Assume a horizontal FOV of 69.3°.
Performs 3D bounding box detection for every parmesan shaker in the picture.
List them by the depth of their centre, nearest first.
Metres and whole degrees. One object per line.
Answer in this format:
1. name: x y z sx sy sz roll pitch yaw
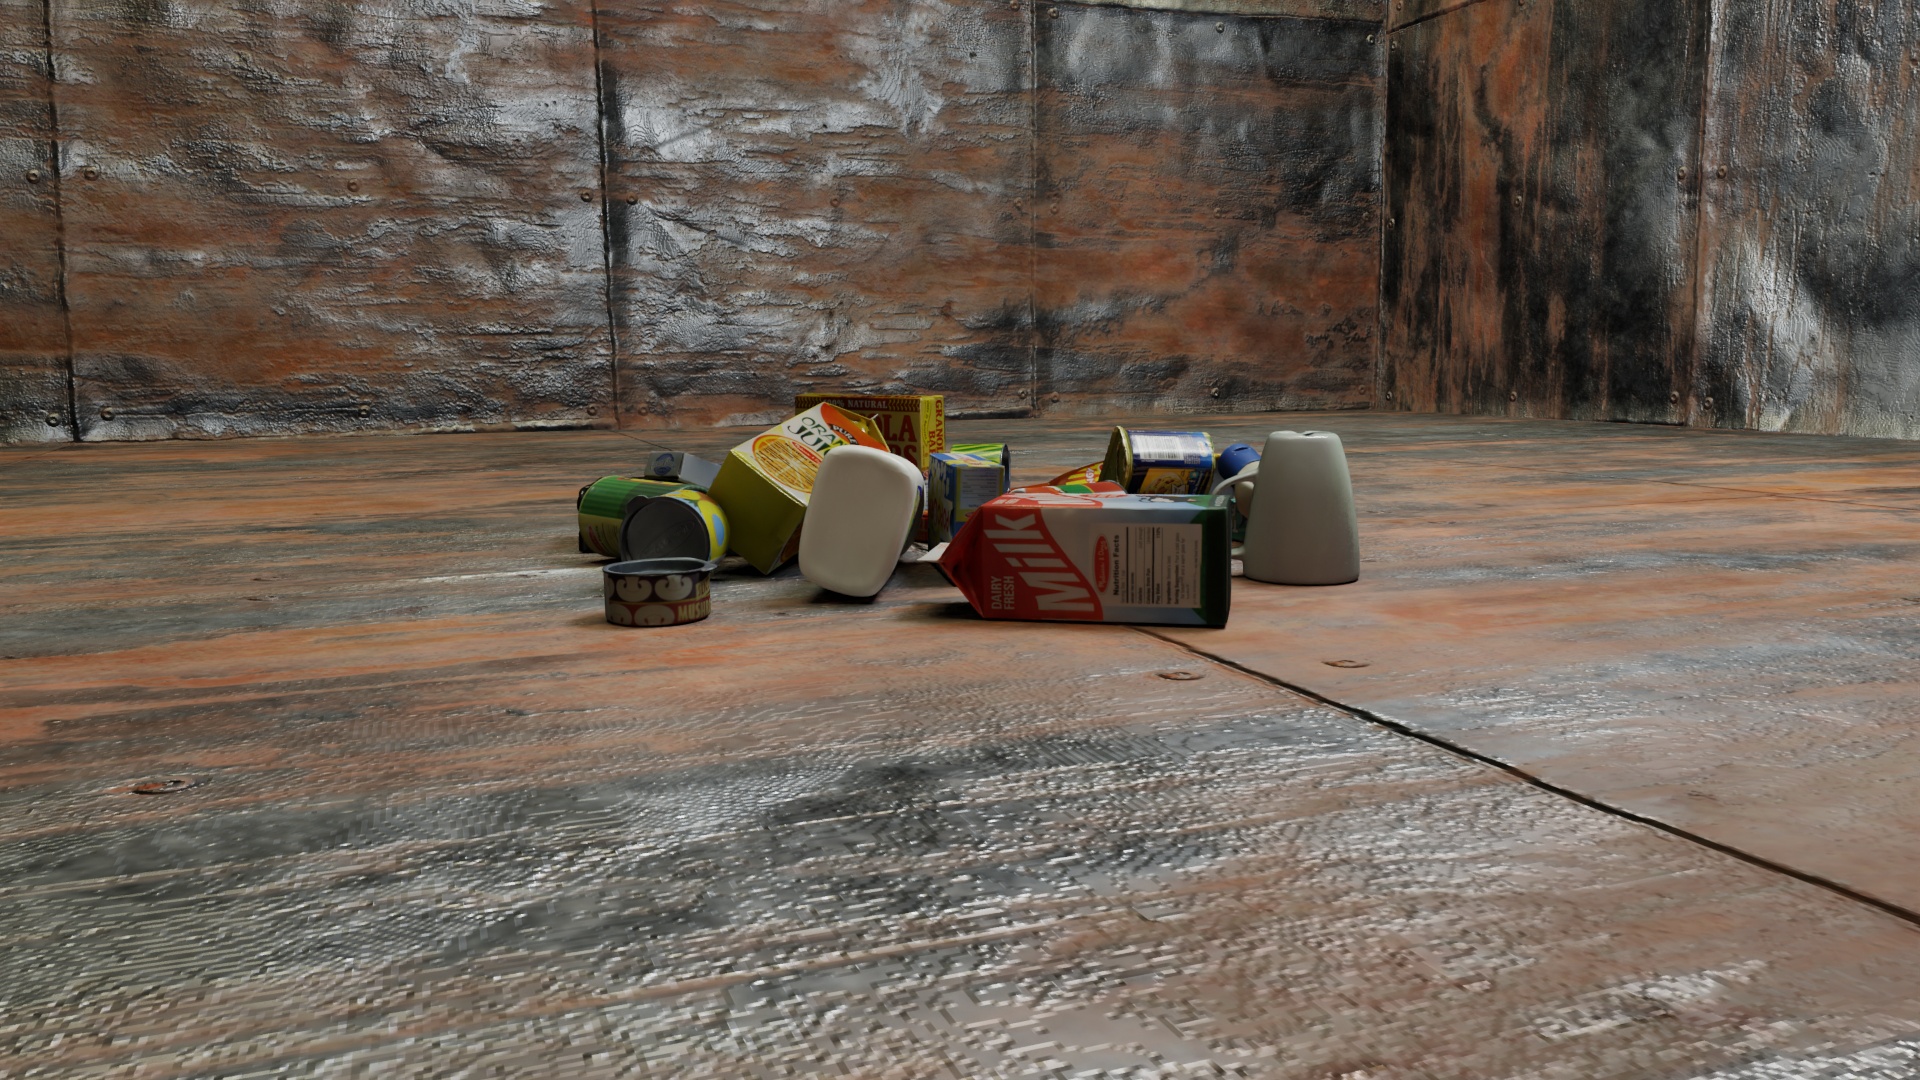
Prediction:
1. parmesan shaker: -0.241 -0.013 1.094 0.103 0.071 0.071 7 10 40

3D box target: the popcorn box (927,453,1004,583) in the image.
1. popcorn box: 0.002 -0.019 1.037 0.038 0.085 0.127 0 7 -10

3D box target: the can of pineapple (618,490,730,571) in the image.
1. can of pineapple: -0.204 -0.003 0.992 0.071 0.071 0.058 0 7 5

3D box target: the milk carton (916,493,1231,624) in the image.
1. milk carton: 0.073 0.009 0.872 0.190 0.073 0.072 1 8 12

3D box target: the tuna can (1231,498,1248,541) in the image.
1. tuna can: 0.262 -0.018 1.209 0.071 0.032 0.071 0 8 0

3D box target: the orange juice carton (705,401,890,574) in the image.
1. orange juice carton: -0.121 -0.051 1.101 0.073 0.071 0.193 37 28 6

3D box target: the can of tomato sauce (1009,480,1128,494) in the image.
1. can of tomato sauce: 0.077 -0.008 1.032 0.083 0.071 0.071 -6 9 -31

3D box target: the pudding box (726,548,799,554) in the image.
1. pudding box: -0.162 -0.005 1.150 0.084 0.030 0.050 0 8 8

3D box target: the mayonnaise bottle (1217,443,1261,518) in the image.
1. mayonnaise bottle: 0.258 -0.035 1.141 0.065 0.041 0.148 -12 30 -12

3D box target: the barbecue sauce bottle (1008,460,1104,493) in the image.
1. barbecue sauce bottle: 0.121 -0.043 1.309 0.149 0.043 0.065 -10 51 -5

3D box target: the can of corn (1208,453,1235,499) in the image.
1. can of corn: 0.226 -0.052 1.344 0.071 0.071 0.058 -6 9 -35

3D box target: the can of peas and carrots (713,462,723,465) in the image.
1. can of peas and carrots: -0.247 -0.043 1.328 0.071 0.058 0.071 0 7 0

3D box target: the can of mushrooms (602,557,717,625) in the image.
1. can of mushrooms: -0.188 0.031 0.871 0.071 0.033 0.071 -1 7 0

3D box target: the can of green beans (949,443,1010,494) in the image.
1. can of green beans: 0.020 -0.071 1.488 0.058 0.071 0.071 0 7 11

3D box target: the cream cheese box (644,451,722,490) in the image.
1. cream cheese box: -0.200 -0.047 1.134 0.104 0.024 0.053 20 -11 -42

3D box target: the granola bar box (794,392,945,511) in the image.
1. granola bar box: -0.087 -0.078 1.333 0.165 0.124 0.039 6 11 39

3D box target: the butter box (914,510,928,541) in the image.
1. butter box: 0.004 -0.015 1.236 0.053 0.024 0.104 7 11 41
